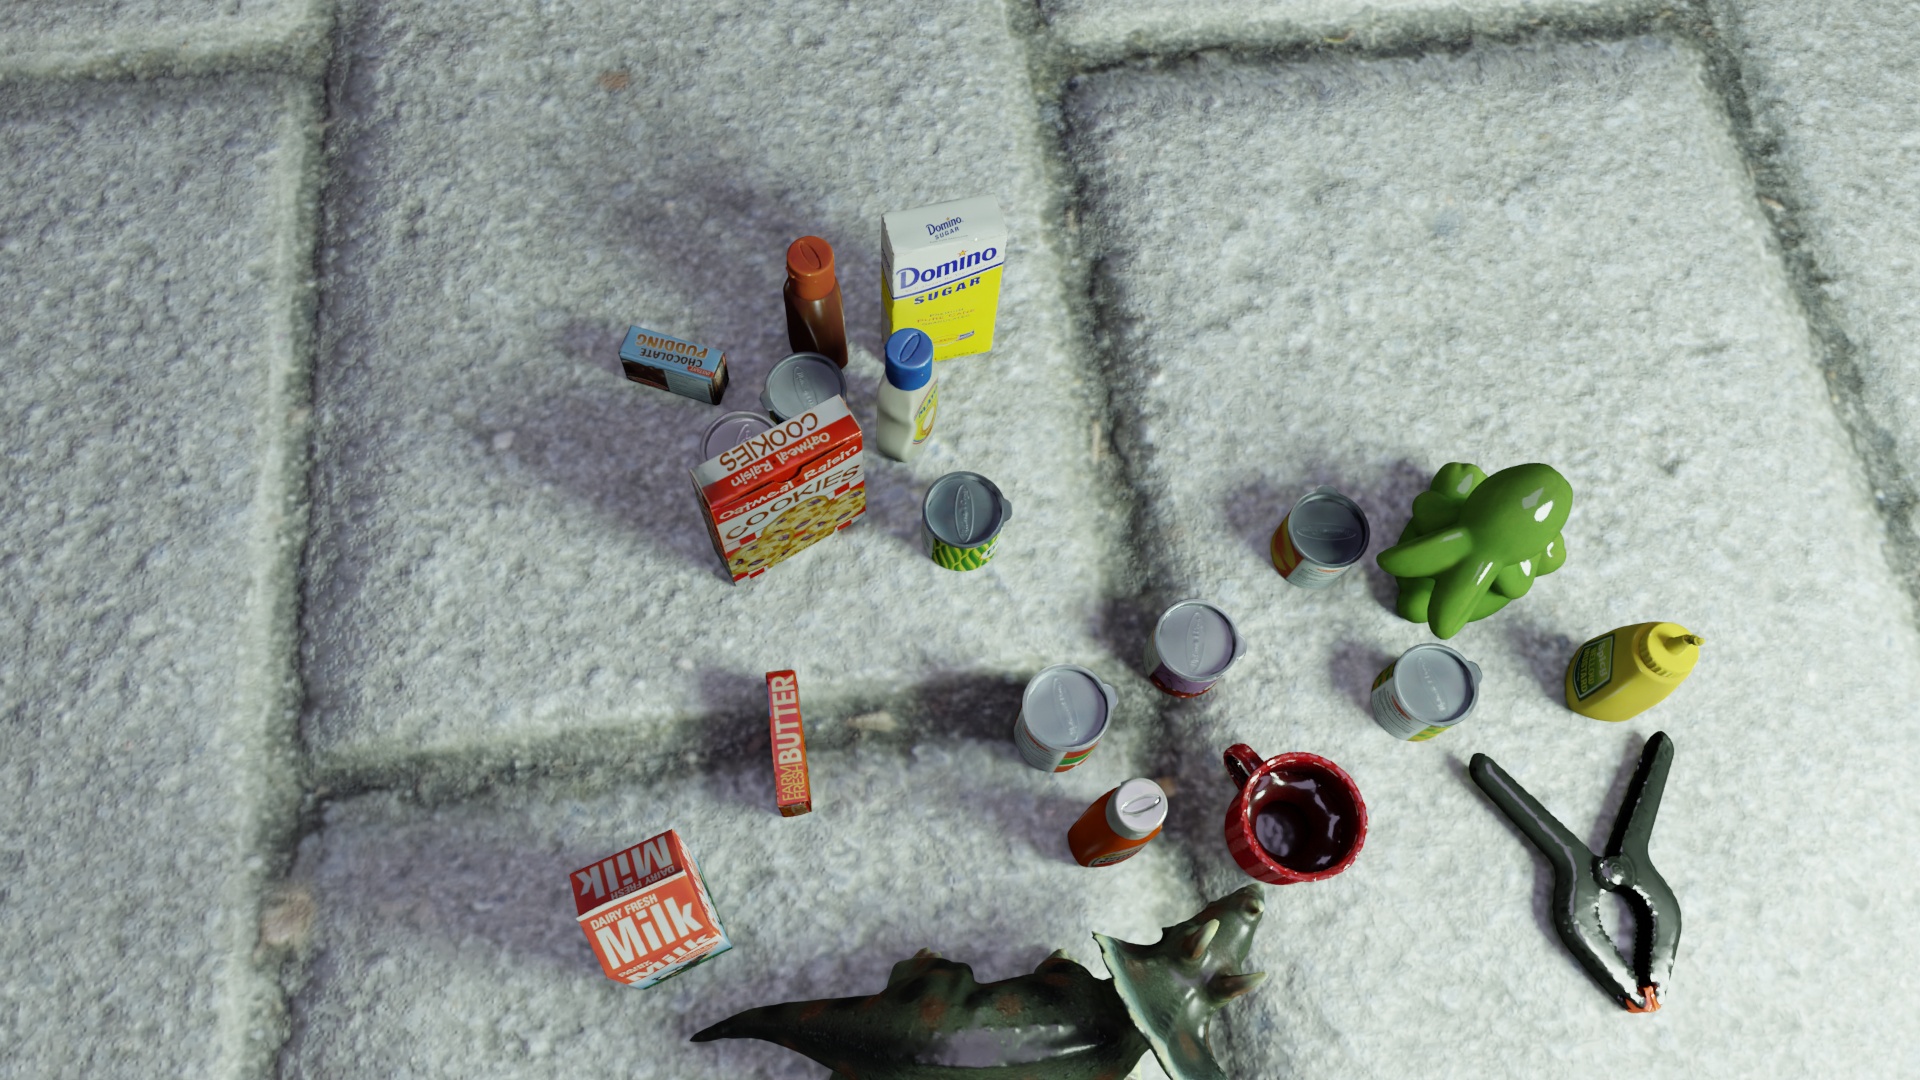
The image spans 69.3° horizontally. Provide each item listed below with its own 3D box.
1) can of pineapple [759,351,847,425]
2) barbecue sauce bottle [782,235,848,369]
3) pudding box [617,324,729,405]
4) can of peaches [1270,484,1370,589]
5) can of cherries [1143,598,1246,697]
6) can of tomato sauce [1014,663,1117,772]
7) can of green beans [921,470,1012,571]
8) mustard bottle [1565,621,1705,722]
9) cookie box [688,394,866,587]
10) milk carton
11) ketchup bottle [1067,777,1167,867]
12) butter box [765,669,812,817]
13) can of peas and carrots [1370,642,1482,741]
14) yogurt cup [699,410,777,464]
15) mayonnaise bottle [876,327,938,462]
[{"bbox_3d":[-0.128,-0.114,1.148,0.071,0.057,0.071,1,69,-3],"label":"can of pineapple"},{"bbox_3d":[-0.119,-0.192,1.130,0.044,0.148,0.065,-29,74,-13],"label":"barbecue sauce bottle"},{"bbox_3d":[-0.239,-0.146,1.158,0.084,0.049,0.030,16,69,3],"label":"pudding box"},{"bbox_3d":[0.291,-0.002,1.127,0.071,0.058,0.071,1,69,-3],"label":"can of peaches"},{"bbox_3d":[0.182,0.086,1.087,0.071,0.058,0.072,1,69,-3],"label":"can of cherries"},{"bbox_3d":[0.078,0.135,1.049,0.071,0.082,0.071,1,69,-3],"label":"can of tomato sauce"},{"bbox_3d":[0.002,-0.014,1.116,0.071,0.057,0.071,1,69,-3],"label":"can of green beans"},{"bbox_3d":[0.512,0.092,1.049,0.049,0.159,0.065,13,69,2],"label":"mustard bottle"},{"bbox_3d":[-0.134,-0.034,1.058,0.123,0.166,0.040,-29,74,-13],"label":"cookie box"},{"bbox_3d":[-0.207,0.248,0.932,0.072,0.190,0.073,-23,72,-11],"label":"milk carton"},{"bbox_3d":[0.116,0.200,0.991,0.065,0.148,0.043,-19,71,-10],"label":"ketchup bottle"},{"bbox_3d":[-0.129,0.153,1.047,0.024,0.053,0.104,-7,69,-5],"label":"butter box"},{"bbox_3d":[0.363,0.118,1.085,0.071,0.058,0.071,1,69,-3],"label":"can of peas and carrots"},{"bbox_3d":[-0.175,-0.065,1.128,0.072,0.053,0.072,1,69,-3],"label":"yogurt cup"},{"bbox_3d":[-0.042,-0.118,1.106,0.041,0.147,0.065,27,70,7],"label":"mayonnaise bottle"}]
